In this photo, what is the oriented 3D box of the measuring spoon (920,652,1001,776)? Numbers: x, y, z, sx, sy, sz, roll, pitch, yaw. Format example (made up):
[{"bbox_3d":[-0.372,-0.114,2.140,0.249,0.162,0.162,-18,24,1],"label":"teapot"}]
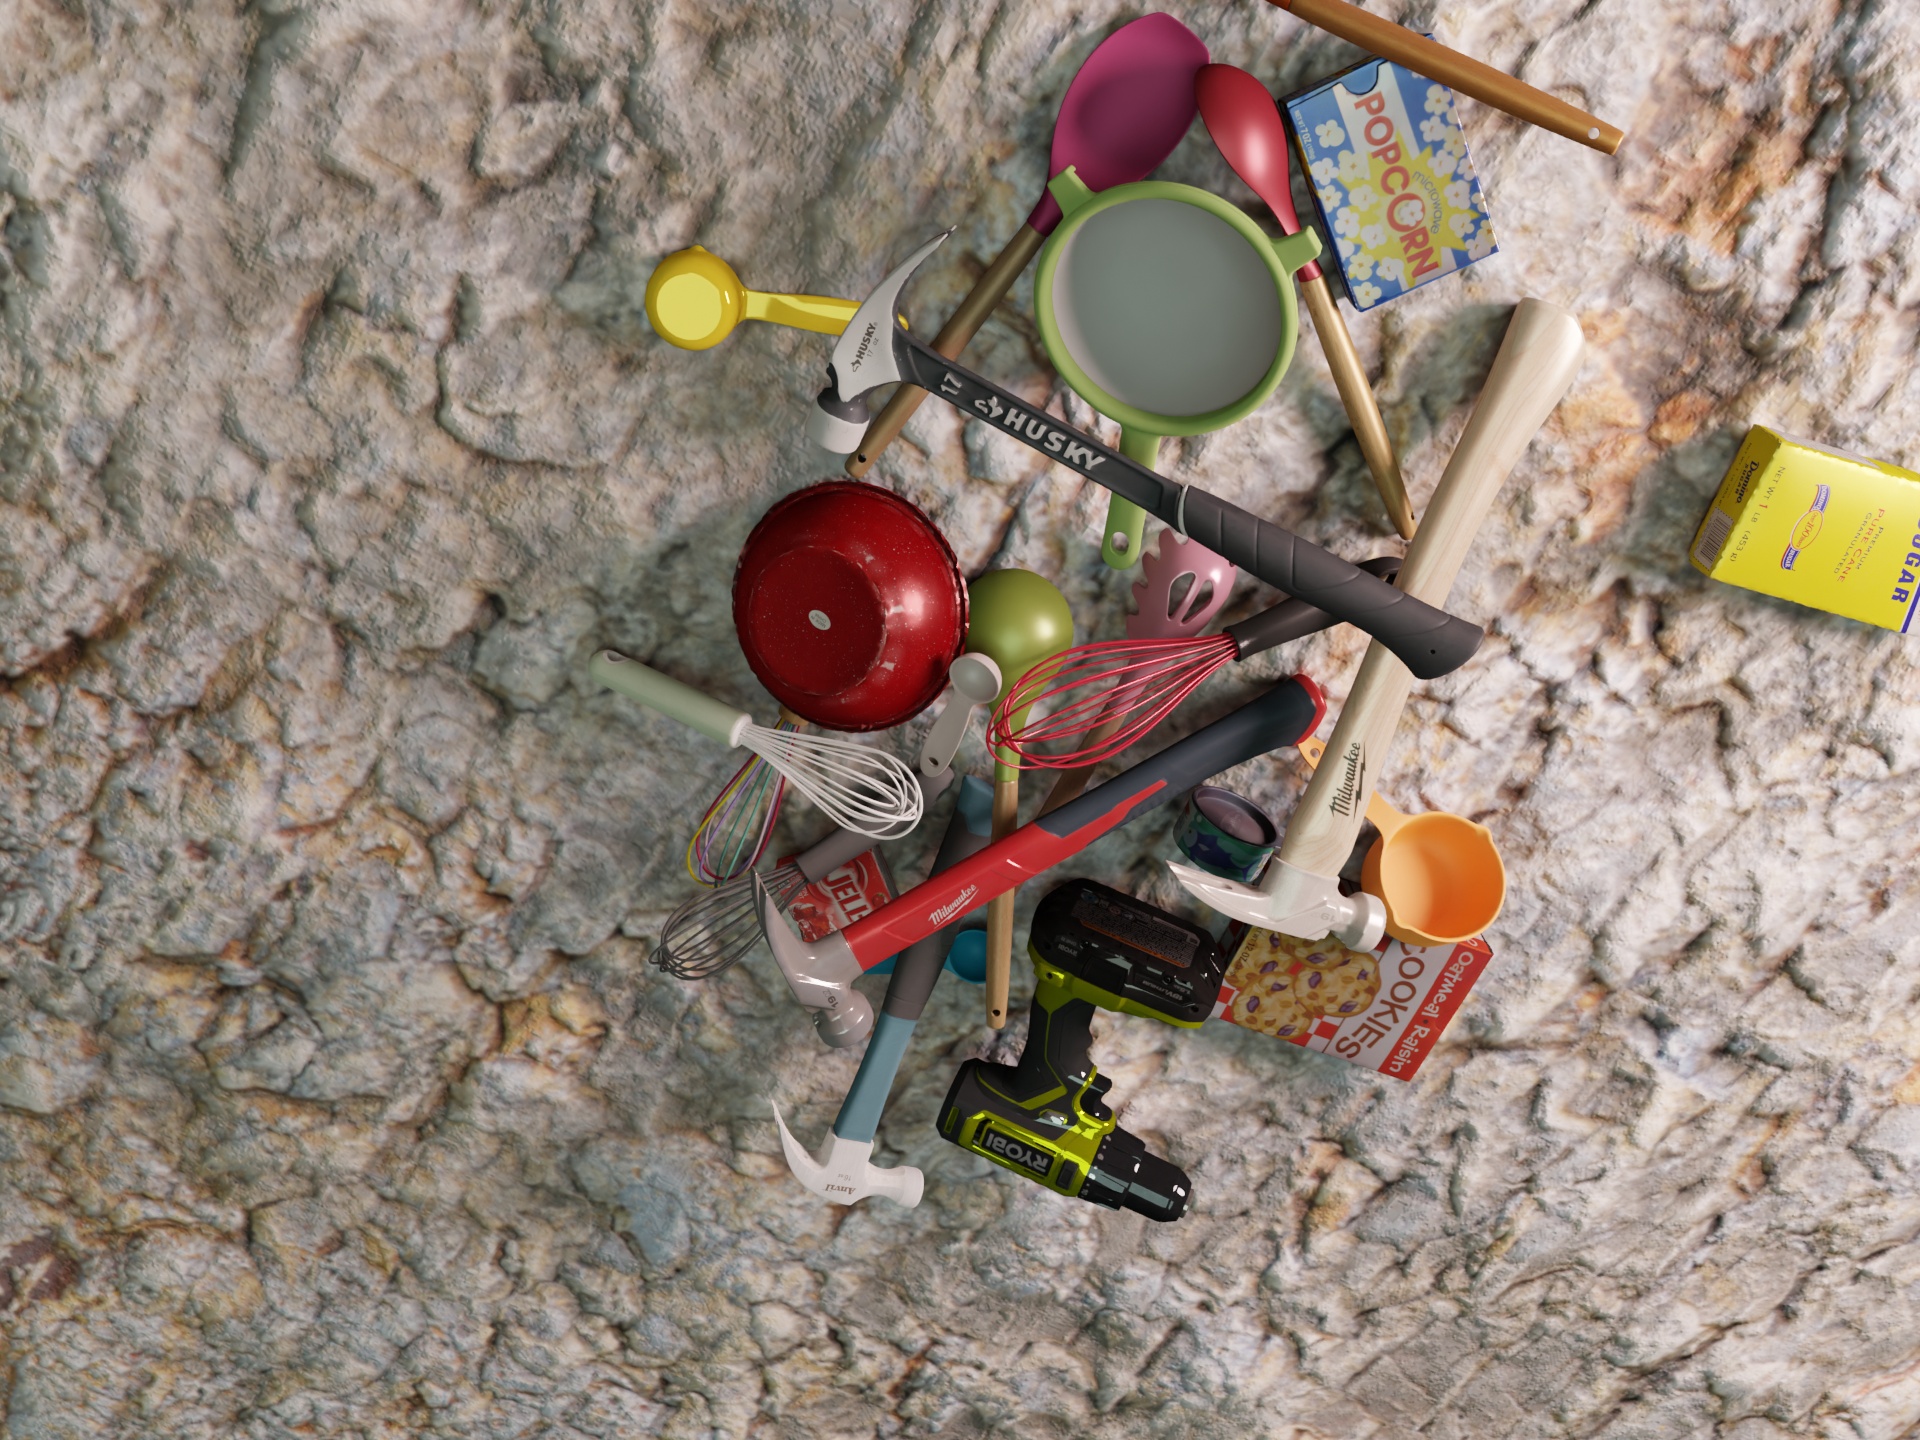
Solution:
[{"bbox_3d":[-0.002,-0.003,1.006,0.034,0.018,0.124,34,140,6],"label":"measuring spoon"}]

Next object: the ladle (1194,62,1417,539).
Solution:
[{"bbox_3d":[0.211,-0.235,0.925,0.031,0.069,0.315,-6,126,38],"label":"ladle"}]

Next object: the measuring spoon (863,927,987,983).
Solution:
[{"bbox_3d":[-0.029,0.169,1.151,0.128,0.021,0.042,-4,104,14],"label":"measuring spoon"}]

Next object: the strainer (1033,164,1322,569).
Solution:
[{"bbox_3d":[0.118,-0.205,0.938,0.151,0.069,0.256,18,136,13],"label":"strainer"}]

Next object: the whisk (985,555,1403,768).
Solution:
[{"bbox_3d":[0.150,-0.040,0.980,0.296,0.073,0.073,-23,116,-11],"label":"whisk"}]

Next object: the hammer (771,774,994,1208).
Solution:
[{"bbox_3d":[-0.036,0.193,1.115,0.128,0.033,0.331,16,104,-23],"label":"hammer"}]

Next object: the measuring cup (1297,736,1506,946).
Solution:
[{"bbox_3d":[0.286,0.079,1.077,0.095,0.052,0.174,-42,82,-16],"label":"measuring cup"}]

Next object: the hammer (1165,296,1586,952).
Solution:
[{"bbox_3d":[0.263,-0.057,0.969,0.146,0.038,0.410,17,104,-15],"label":"hammer"}]

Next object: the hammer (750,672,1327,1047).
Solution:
[{"bbox_3d":[0.057,0.061,1.003,0.386,0.038,0.143,-29,127,-8],"label":"hammer"}]

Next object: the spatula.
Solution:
[{"bbox_3d":[0.195,-0.369,0.833,0.322,0.041,0.081,29,115,9],"label":"spatula"}]

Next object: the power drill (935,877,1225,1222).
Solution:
[{"bbox_3d":[0.101,0.244,1.130,0.190,0.080,0.228,23,116,9],"label":"power drill"}]

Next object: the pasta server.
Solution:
[{"bbox_3d":[0.092,0.009,1.062,0.060,0.040,0.316,23,119,-10],"label":"pasta server"}]

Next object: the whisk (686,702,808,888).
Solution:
[{"bbox_3d":[-0.123,0.016,1.061,0.047,0.051,0.245,26,111,-5],"label":"whisk"}]

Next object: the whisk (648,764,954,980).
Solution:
[{"bbox_3d":[-0.105,0.099,1.067,0.239,0.055,0.055,-34,113,-6],"label":"whisk"}]

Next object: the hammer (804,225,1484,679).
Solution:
[{"bbox_3d":[0.115,-0.135,0.917,0.409,0.036,0.149,28,124,-1],"label":"hammer"}]

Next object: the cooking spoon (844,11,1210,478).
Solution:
[{"bbox_3d":[0.028,-0.266,0.929,0.068,0.017,0.319,37,111,-10],"label":"cooking spoon"}]

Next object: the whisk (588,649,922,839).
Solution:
[{"bbox_3d":[-0.134,0.011,1.022,0.246,0.058,0.059,24,114,13],"label":"whisk"}]

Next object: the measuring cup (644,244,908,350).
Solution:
[{"bbox_3d":[-0.109,-0.240,0.938,0.156,0.029,0.062,8,116,0],"label":"measuring cup"}]

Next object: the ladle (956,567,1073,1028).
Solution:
[{"bbox_3d":[0.029,0.057,1.050,0.078,0.062,0.320,2,111,1],"label":"ladle"}]
